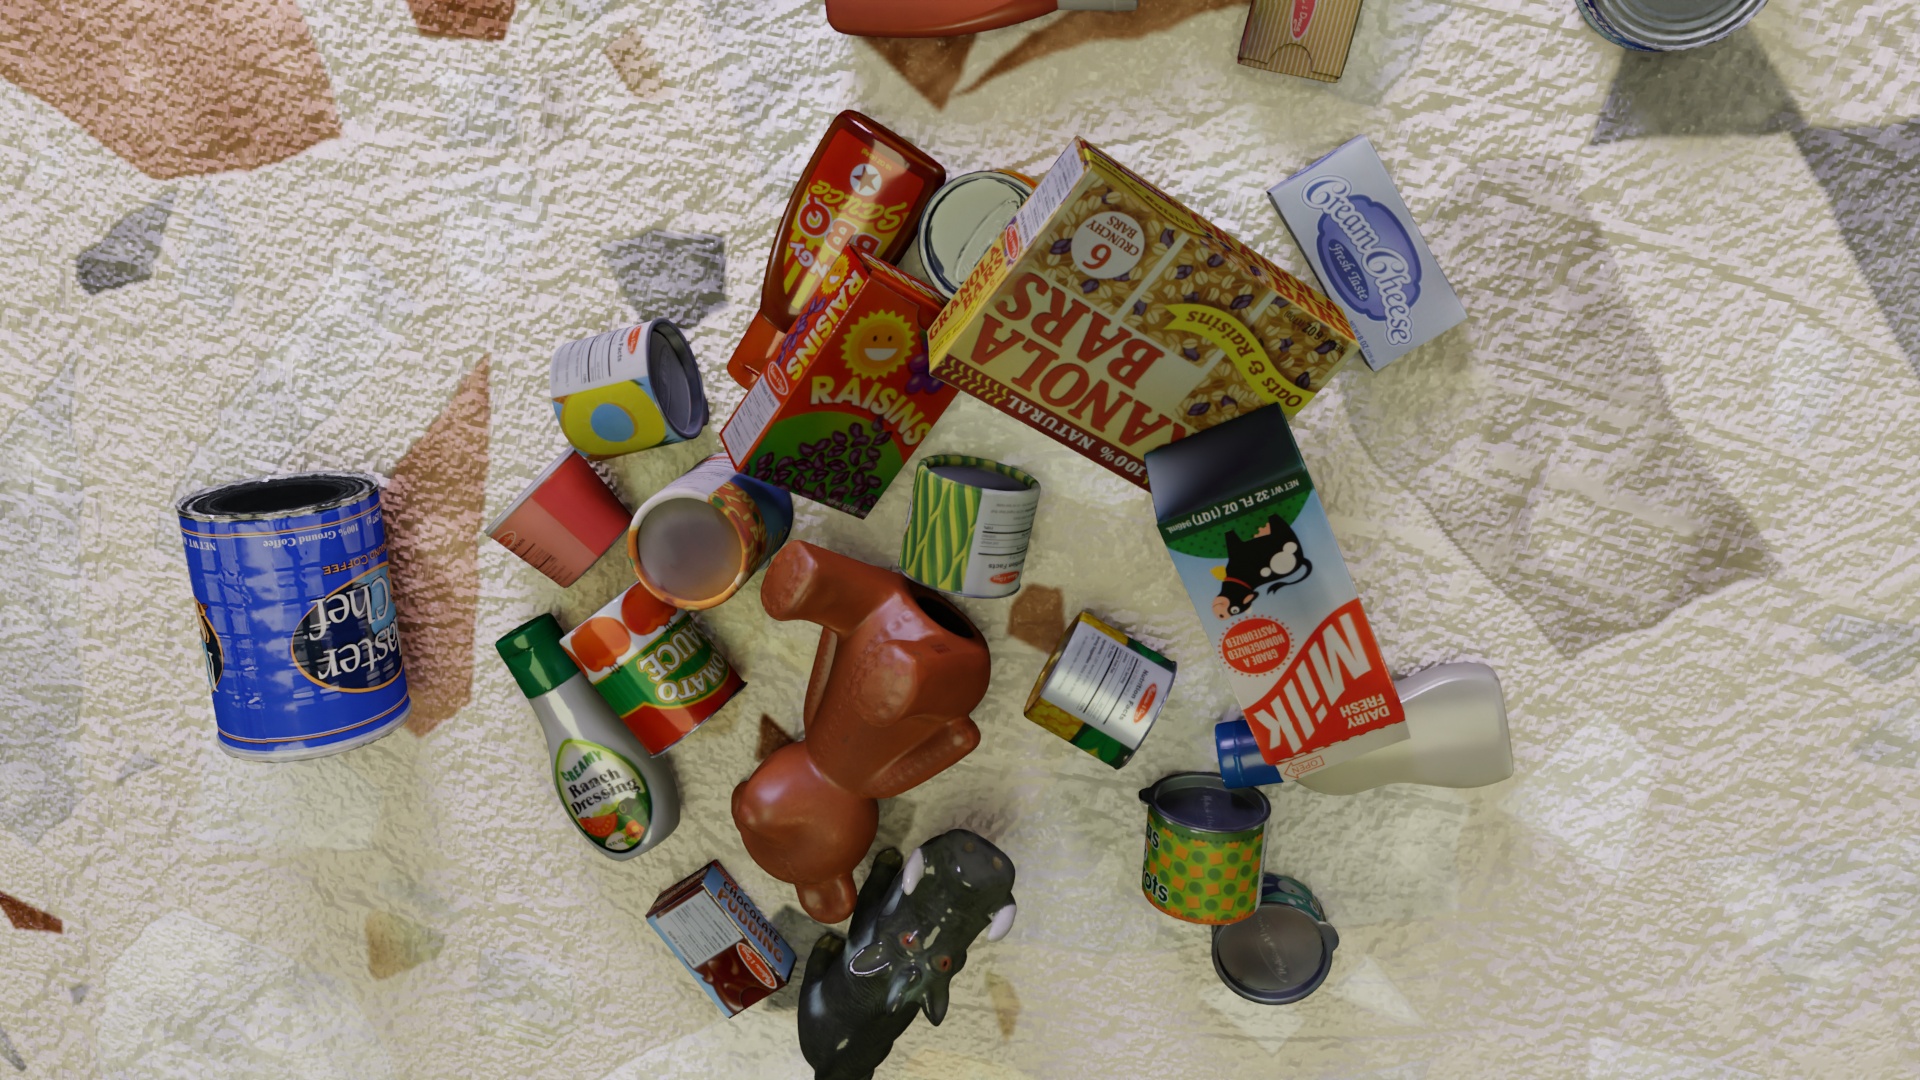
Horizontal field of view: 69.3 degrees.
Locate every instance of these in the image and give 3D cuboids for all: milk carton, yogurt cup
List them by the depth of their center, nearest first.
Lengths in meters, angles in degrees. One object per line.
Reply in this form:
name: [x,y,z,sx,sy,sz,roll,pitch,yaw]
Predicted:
milk carton: [0.159,0.038,0.677,0.072,0.074,0.190,-22,116,14]
yogurt cup: [-0.218,-0.011,0.764,0.072,0.073,0.054,-40,104,17]

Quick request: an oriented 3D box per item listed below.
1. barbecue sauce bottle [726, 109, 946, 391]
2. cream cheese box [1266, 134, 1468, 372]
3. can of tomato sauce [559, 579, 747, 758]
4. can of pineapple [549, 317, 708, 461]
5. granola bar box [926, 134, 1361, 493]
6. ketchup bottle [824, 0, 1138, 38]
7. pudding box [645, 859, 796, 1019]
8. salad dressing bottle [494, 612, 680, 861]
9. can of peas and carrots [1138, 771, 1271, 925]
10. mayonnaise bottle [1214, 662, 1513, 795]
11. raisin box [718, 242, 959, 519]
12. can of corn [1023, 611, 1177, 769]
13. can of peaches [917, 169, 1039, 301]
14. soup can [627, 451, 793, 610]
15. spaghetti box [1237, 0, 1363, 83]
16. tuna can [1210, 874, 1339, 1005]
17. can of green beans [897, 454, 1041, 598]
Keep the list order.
barbecue sauce bottle: [-0.070,-0.141,0.713,0.065,0.044,0.148,32,109,-3]
cream cheese box: [0.199,-0.141,0.681,0.053,0.024,0.103,-31,99,15]
can of tomato sauce: [-0.171,0.068,0.776,0.071,0.071,0.083,-35,97,17]
can of pineapple: [-0.175,-0.078,0.737,0.058,0.071,0.071,-12,104,13]
granola bar box: [0.086,-0.095,0.660,0.165,0.039,0.123,26,124,-23]
ketchup bottle: [0.011,-0.273,0.662,0.149,0.044,0.064,4,108,8]
pudding box: [-0.145,0.242,0.842,0.049,0.030,0.083,-35,98,15]
salad dressing bottle: [-0.218,0.114,0.809,0.064,0.044,0.147,-25,100,14]
can of peas and carrots: [0.131,0.167,0.758,0.071,0.071,0.058,4,107,8]
mayonnaise bottle: [0.212,0.105,0.741,0.148,0.041,0.064,-9,97,13]
raisin box: [-0.053,-0.078,0.708,0.086,0.040,0.123,22,113,-39]
can of corn: [0.074,0.080,0.744,0.058,0.071,0.071,30,108,0]
can of peaches: [0.018,-0.149,0.689,0.071,0.058,0.071,2,106,8]
soup can: [-0.131,-0.004,0.741,0.071,0.084,0.071,2,107,8]
spaghetti box: [0.181,-0.337,0.625,0.050,0.029,0.249,14,108,5]
tuna can: [0.177,0.224,0.784,0.071,0.033,0.071,2,106,8]
can of green beans: [0.005,-0.008,0.728,0.071,0.071,0.057,13,107,5]
